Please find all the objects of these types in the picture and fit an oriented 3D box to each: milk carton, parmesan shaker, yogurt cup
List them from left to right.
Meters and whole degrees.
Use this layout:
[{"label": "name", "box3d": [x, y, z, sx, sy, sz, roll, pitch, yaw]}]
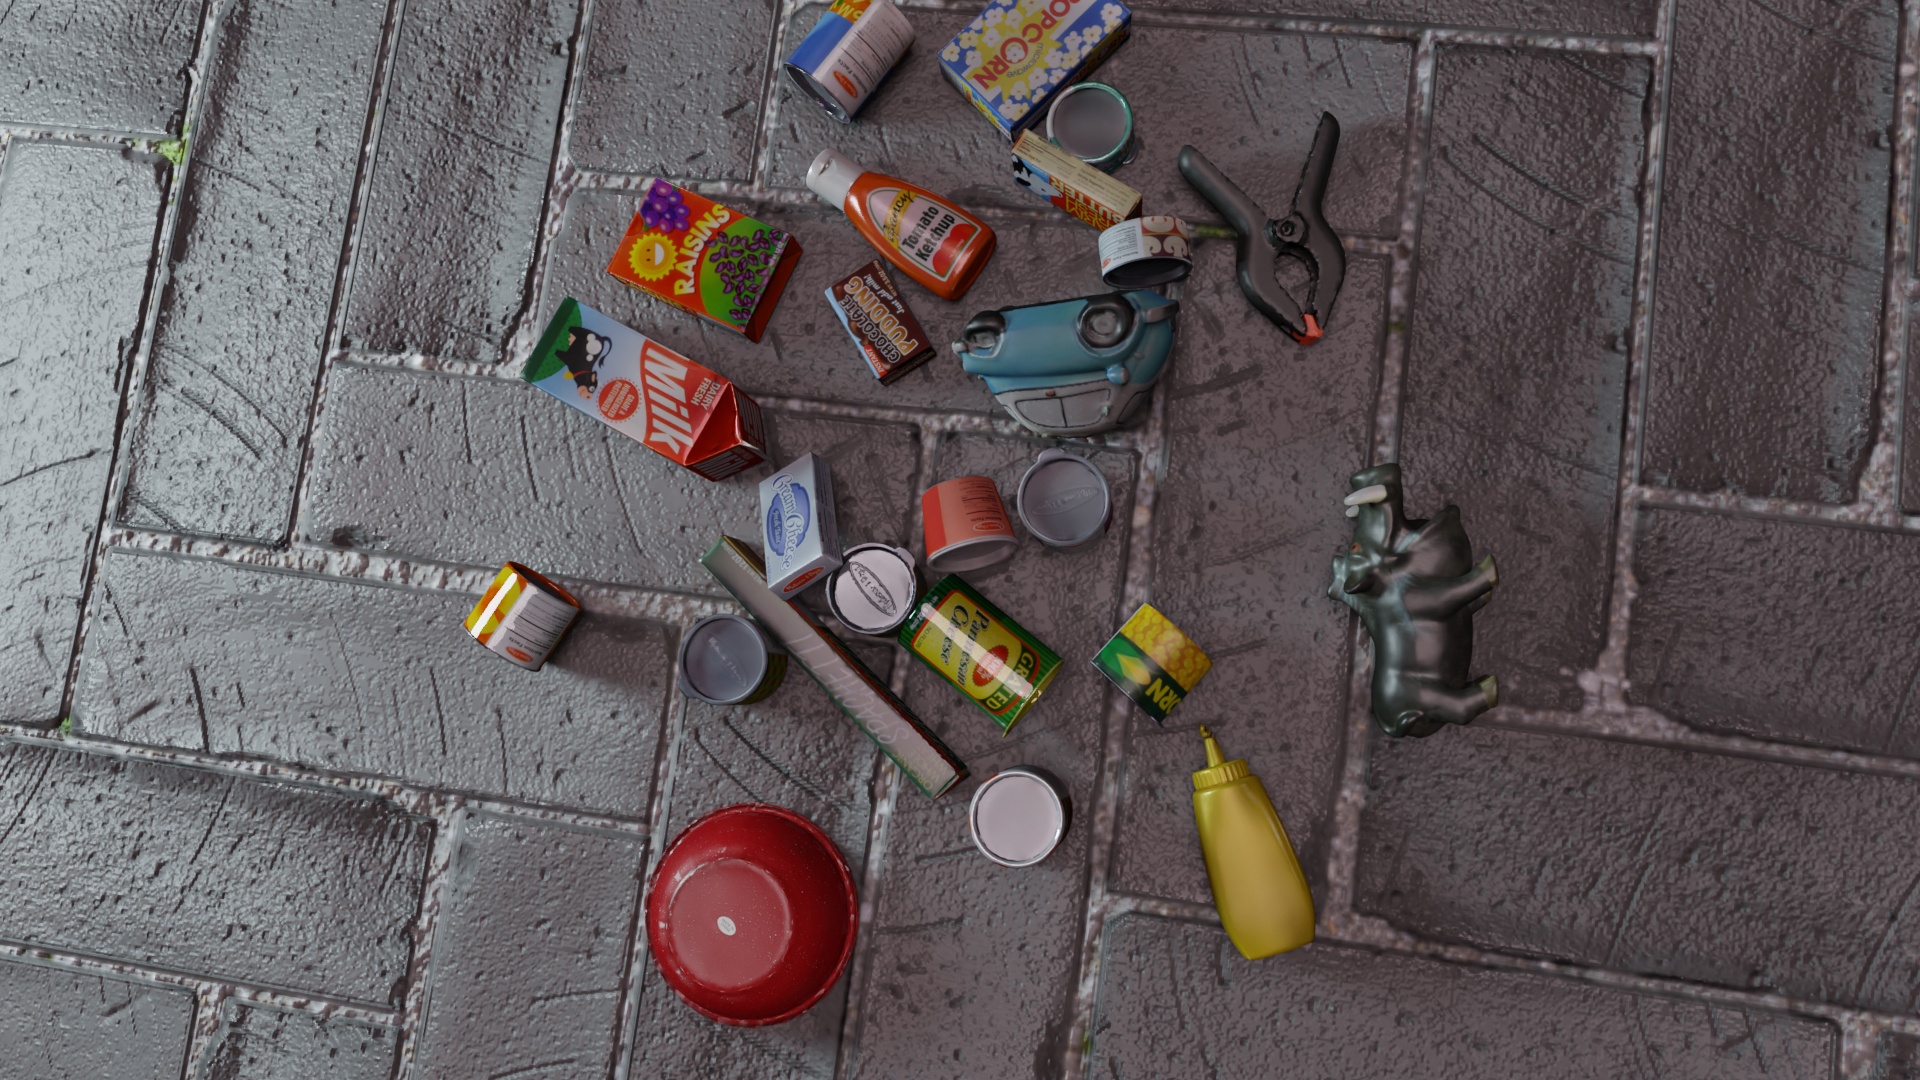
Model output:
[{"label": "milk carton", "box3d": [-0.224, -0.104, 1.045, 0.191, 0.072, 0.073, 28, 87, 10]}, {"label": "yogurt cup", "box3d": [0.004, -0.013, 1.009, 0.072, 0.072, 0.054, -15, 73, 5]}, {"label": "parmesan shaker", "box3d": [0.012, 0.082, 0.993, 0.103, 0.071, 0.071, 38, 89, 11]}]

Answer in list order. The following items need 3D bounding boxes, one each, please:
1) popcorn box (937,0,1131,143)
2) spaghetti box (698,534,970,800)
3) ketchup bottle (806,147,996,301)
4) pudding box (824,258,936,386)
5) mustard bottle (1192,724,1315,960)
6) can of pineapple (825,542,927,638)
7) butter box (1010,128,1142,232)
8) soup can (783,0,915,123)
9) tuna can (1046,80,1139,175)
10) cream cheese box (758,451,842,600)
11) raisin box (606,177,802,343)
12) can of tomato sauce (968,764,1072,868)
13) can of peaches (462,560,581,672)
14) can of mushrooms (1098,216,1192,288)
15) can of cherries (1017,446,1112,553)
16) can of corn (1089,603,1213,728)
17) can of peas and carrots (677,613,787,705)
[{"label": "popcorn box", "box3d": [0.057, -0.379, 1.063, 0.126, 0.038, 0.085, -43, 78, 0]}, {"label": "spaghetti box", "box3d": [-0.092, 0.091, 1.013, 0.250, 0.050, 0.028, 44, 92, 10]}, {"label": "ketchup bottle", "box3d": [-0.048, -0.245, 1.057, 0.149, 0.043, 0.065, 35, 88, 11]}, {"label": "pudding box", "box3d": [-0.061, -0.165, 1.054, 0.049, 0.030, 0.084, -31, 79, 3]}, {"label": "mustard bottle", "box3d": [0.195, 0.203, 0.961, 0.065, 0.049, 0.160, -17, 80, 5]}, {"label": "can of pineapple", "box3d": [-0.058, 0.037, 1.012, 0.071, 0.058, 0.071, -1, 83, 7]}, {"label": "butter box", "box3d": [0.087, -0.263, 1.036, 0.103, 0.053, 0.024, 32, 85, 10]}, {"label": "soup can", "box3d": [-0.086, -0.376, 1.069, 0.071, 0.071, 0.084, 38, 88, 10]}, {"label": "tuna can", "box3d": [0.101, -0.310, 1.051, 0.071, 0.033, 0.071, -1, 82, 8]}, {"label": "cream cheese box", "box3d": [-0.117, -0.012, 1.012, 0.053, 0.024, 0.104, -30, 46, 20]}, {"label": "raisin box", "box3d": [-0.197, -0.216, 1.074, 0.123, 0.040, 0.086, 25, 87, 11]}, {"label": "can of tomato sauce", "box3d": [0.042, 0.193, 0.965, 0.071, 0.083, 0.071, -1, 82, 7]}, {"label": "can of peaches", "box3d": [-0.328, 0.055, 1.042, 0.071, 0.071, 0.058, 34, 88, 10]}, {"label": "can of mushrooms", "box3d": [0.137, -0.210, 1.018, 0.071, 0.071, 0.033, -7, 81, 7]}, {"label": "can of cherries", "box3d": [0.077, -0.028, 1.003, 0.071, 0.058, 0.071, -1, 83, 8]}, {"label": "can of corn", "box3d": [0.136, 0.088, 0.974, 0.071, 0.071, 0.058, 43, 89, 10]}, {"label": "can of peas and carrots", "box3d": [-0.168, 0.090, 1.019, 0.071, 0.058, 0.071, -1, 83, 8]}]
